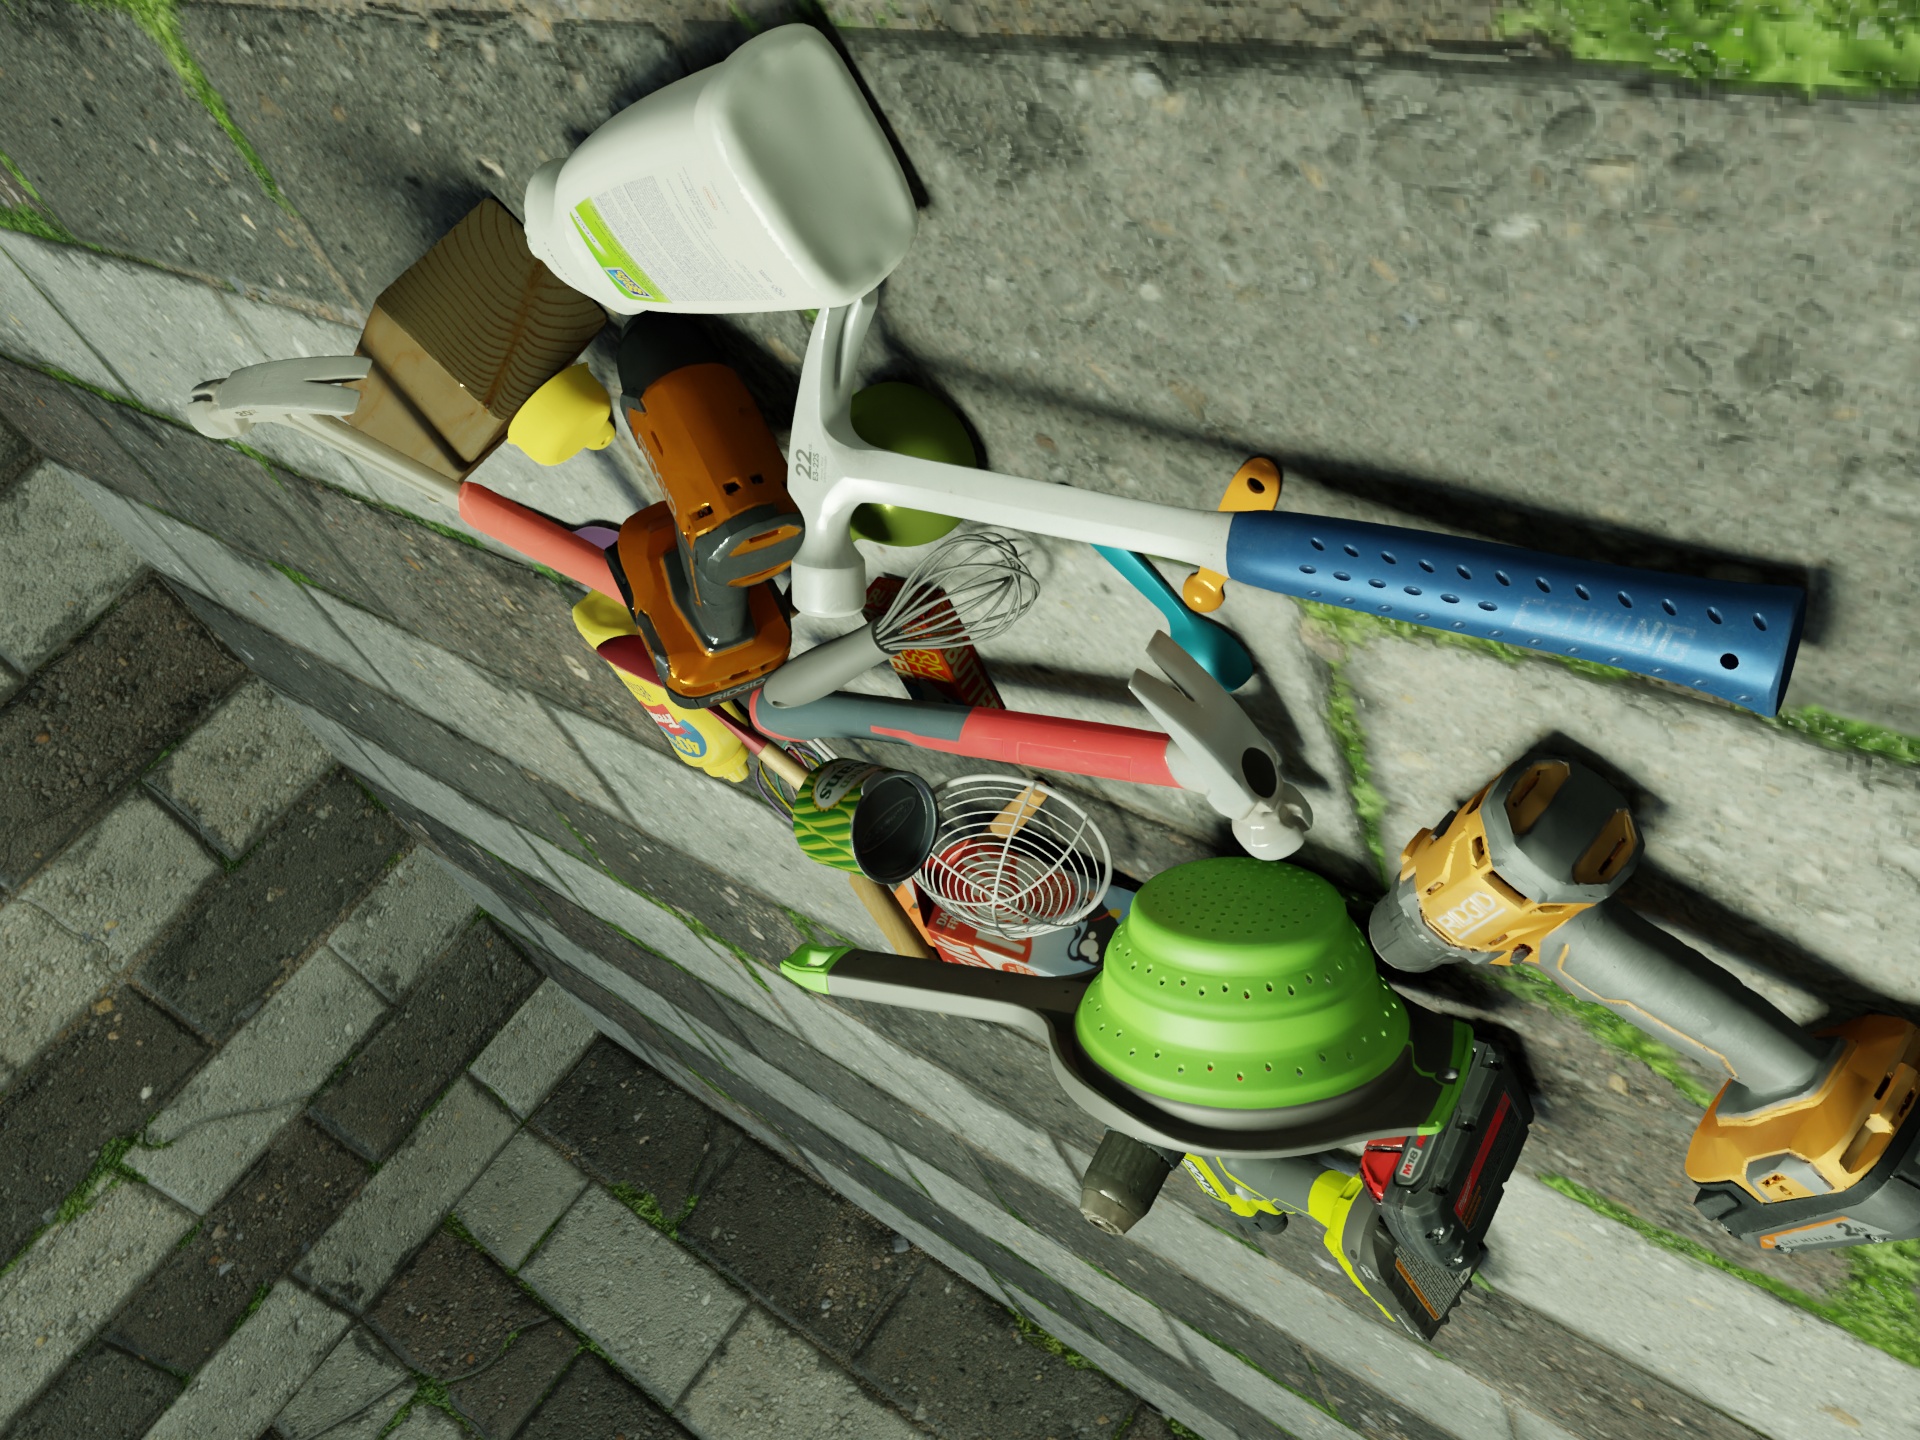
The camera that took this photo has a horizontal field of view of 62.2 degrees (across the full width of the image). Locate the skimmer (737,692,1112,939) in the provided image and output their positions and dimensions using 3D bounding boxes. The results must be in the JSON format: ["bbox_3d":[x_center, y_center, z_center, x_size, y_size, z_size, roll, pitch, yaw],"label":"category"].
[{"bbox_3d":[-0.053,0.019,1.044,0.364,0.090,0.127,39,143,38],"label":"skimmer"}]

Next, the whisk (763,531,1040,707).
[{"bbox_3d":[-0.042,-0.045,0.848,0.055,0.055,0.239,46,143,-16],"label":"whisk"}]

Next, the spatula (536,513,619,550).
[{"bbox_3d":[-0.312,-0.144,1.180,0.316,0.018,0.059,21,152,35],"label":"spatula"}]

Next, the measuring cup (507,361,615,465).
[{"bbox_3d":[-0.214,-0.165,0.914,0.029,0.062,0.156,45,-178,0],"label":"measuring cup"}]

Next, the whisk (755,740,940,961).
[{"bbox_3d":[-0.078,0.094,1.146,0.047,0.051,0.245,31,-164,-51],"label":"whisk"}]

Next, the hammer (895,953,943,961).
[{"bbox_3d":[0.004,0.206,1.274,0.149,0.036,0.409,8,171,-17],"label":"hammer"}]

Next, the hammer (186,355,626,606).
[{"bbox_3d":[-0.262,-0.118,0.951,0.149,0.037,0.358,4,165,35],"label":"hammer"}]

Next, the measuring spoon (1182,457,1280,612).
[{"bbox_3d":[0.111,-0.074,0.663,0.021,0.011,0.116,35,158,9],"label":"measuring spoon"}]

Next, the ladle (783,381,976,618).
[{"bbox_3d":[-0.062,-0.100,0.862,0.078,0.062,0.320,49,164,-4],"label":"ladle"}]

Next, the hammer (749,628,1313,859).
[{"bbox_3d":[-0.001,-0.003,0.864,0.386,0.038,0.143,8,150,47],"label":"hammer"}]

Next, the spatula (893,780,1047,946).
[{"bbox_3d":[0.009,0.104,1.121,0.081,0.041,0.322,23,157,-5],"label":"spatula"}]

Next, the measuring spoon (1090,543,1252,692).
[{"bbox_3d":[0.082,-0.055,0.729,0.128,0.021,0.042,44,160,-13],"label":"measuring spoon"}]

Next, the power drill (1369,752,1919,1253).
[{"bbox_3d":[0.285,0.124,0.684,0.226,0.084,0.185,40,159,9],"label":"power drill"}]

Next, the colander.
[{"bbox_3d":[0.073,0.127,0.872,0.397,0.204,0.094,5,111,25],"label":"colander"}]

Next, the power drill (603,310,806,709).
[{"bbox_3d":[-0.146,-0.116,0.872,0.164,0.084,0.226,63,160,16],"label":"power drill"}]

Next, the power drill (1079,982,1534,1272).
[{"bbox_3d":[0.186,0.234,0.909,0.227,0.188,0.080,12,150,42],"label":"power drill"}]

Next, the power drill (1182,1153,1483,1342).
[{"bbox_3d":[0.261,0.359,1.176,0.223,0.080,0.171,14,146,53],"label":"power drill"}]

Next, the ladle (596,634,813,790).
[{"bbox_3d":[-0.117,0.036,1.105,0.315,0.031,0.069,39,-171,-8],"label":"ladle"}]

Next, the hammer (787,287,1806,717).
[{"bbox_3d":[0.094,-0.074,0.602,0.406,0.035,0.144,16,116,31],"label":"hammer"}]
